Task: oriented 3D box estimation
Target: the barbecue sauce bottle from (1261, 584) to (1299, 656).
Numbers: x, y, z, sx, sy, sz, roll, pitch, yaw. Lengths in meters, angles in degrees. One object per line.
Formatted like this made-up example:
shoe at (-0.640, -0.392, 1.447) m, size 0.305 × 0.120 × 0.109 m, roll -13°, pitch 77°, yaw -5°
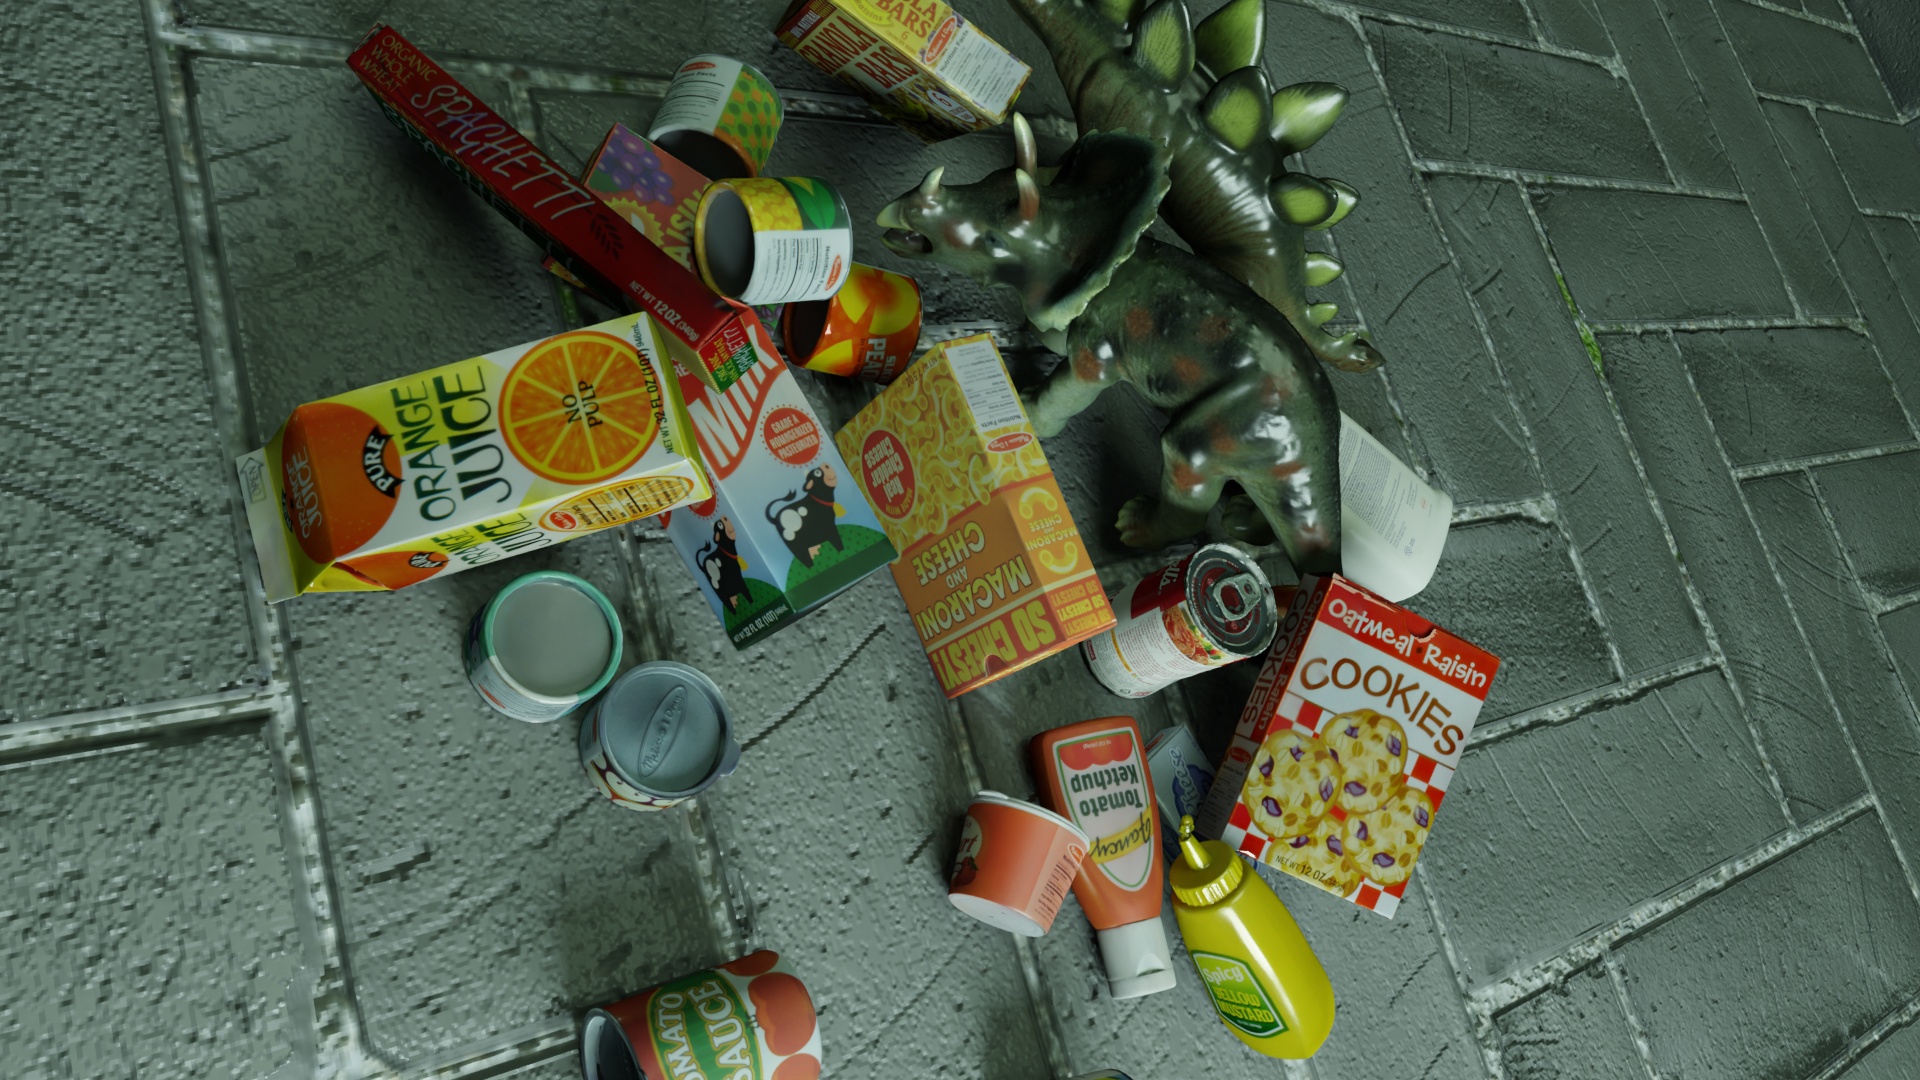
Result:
barbecue sauce bottle at (0.224, 0.058, 0.925) m, size 0.148 × 0.043 × 0.065 m, roll 16°, pitch 60°, yaw -28°

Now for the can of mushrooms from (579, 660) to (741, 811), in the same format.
can of mushrooms at (-0.142, 0.094, 0.658) m, size 0.071 × 0.033 × 0.071 m, roll 15°, pitch 61°, yaw -29°

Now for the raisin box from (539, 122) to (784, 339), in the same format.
raisin box at (-0.154, -0.158, 0.761) m, size 0.123 × 0.040 × 0.086 m, roll 29°, pitch 57°, yaw -23°

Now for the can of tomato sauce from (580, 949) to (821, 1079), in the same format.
can of tomato sauce at (-0.111, 0.221, 0.599) m, size 0.083 × 0.071 × 0.071 m, roll -9°, pitch 75°, yaw -38°

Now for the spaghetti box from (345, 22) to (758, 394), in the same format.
spaghetti box at (-0.197, -0.160, 0.665) m, size 0.250 × 0.050 × 0.029 m, roll 39°, pitch 78°, yaw 15°

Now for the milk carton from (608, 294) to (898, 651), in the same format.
milk carton at (-0.121, -0.048, 0.712) m, size 0.074 × 0.072 × 0.190 m, roll -30°, pitch 88°, yaw -39°

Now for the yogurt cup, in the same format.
yogurt cup at (0.028, 0.171, 0.724) m, size 0.072 × 0.072 × 0.054 m, roll 32°, pitch 63°, yaw -19°

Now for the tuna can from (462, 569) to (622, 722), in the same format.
tuna can at (-0.192, 0.046, 0.645) m, size 0.071 × 0.032 × 0.071 m, roll 14°, pitch 63°, yaw -29°

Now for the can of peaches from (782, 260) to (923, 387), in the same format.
can of peaches at (-0.062, -0.124, 0.791) m, size 0.058 × 0.071 × 0.071 m, roll 10°, pitch 65°, yaw -31°

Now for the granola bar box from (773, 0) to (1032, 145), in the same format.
granola bar box at (-0.040, -0.291, 0.827) m, size 0.124 × 0.166 × 0.039 m, roll 31°, pitch 92°, yaw -19°

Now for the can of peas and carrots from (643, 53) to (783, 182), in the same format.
can of peas and carrots at (-0.138, -0.229, 0.788) m, size 0.071 × 0.070 × 0.059 m, roll 27°, pitch 57°, yaw -23°

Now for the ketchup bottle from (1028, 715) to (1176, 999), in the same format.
ketchup bottle at (0.084, 0.175, 0.771) m, size 0.065 × 0.043 × 0.149 m, roll -8°, pitch 74°, yaw -17°

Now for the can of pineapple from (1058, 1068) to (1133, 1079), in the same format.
can of pineapple at (0.058, 0.301, 0.682) m, size 0.058 × 0.070 × 0.071 m, roll 3°, pitch 68°, yaw -33°

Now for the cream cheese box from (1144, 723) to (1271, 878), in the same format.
cream cheese box at (0.141, 0.167, 0.829) m, size 0.053 × 0.024 × 0.104 m, roll -35°, pitch 91°, yaw -38°

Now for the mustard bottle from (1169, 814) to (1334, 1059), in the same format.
mustard bottle at (0.152, 0.216, 0.770) m, size 0.049 × 0.065 × 0.160 m, roll -44°, pitch 113°, yaw -37°

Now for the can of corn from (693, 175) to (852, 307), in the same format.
can of corn at (-0.101, -0.159, 0.731) m, size 0.058 × 0.071 × 0.071 m, roll -13°, pitch 78°, yaw -38°

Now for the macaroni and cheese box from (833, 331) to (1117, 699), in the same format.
macaroni and cheese box at (0.003, -0.009, 0.748) m, size 0.040 × 0.123 × 0.166 m, roll -17°, pitch 80°, yaw -36°

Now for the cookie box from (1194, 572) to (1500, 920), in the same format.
cookie box at (0.227, 0.118, 0.810) m, size 0.123 × 0.040 × 0.167 m, roll 26°, pitch 86°, yaw -14°

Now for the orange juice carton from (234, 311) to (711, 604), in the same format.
orange juice carton at (-0.215, -0.032, 0.611) m, size 0.193 × 0.073 × 0.072 m, roll -17°, pitch 79°, yaw -7°
